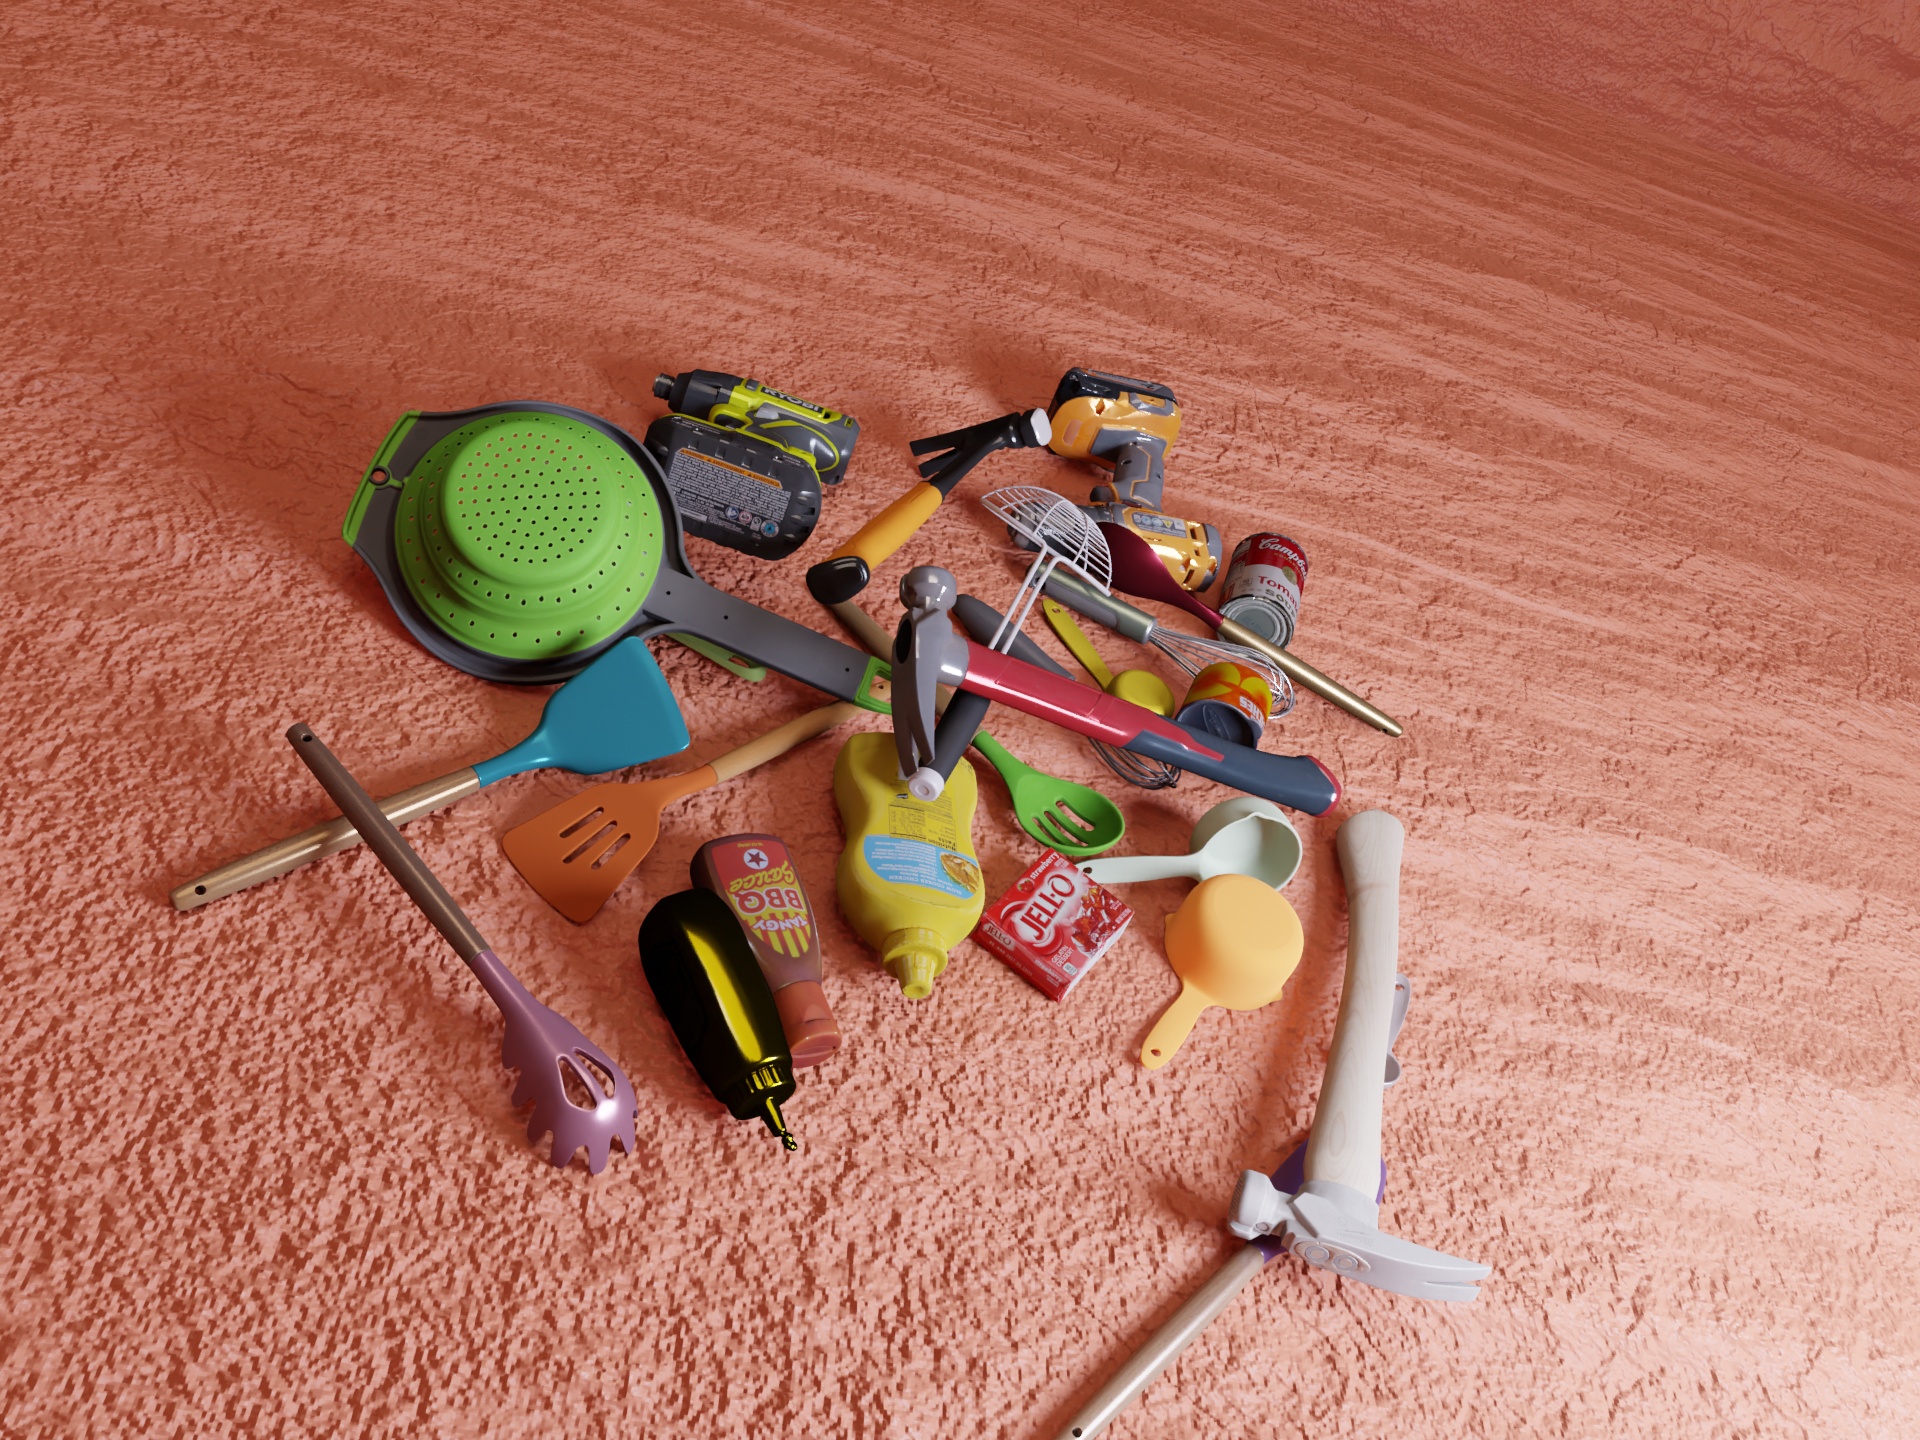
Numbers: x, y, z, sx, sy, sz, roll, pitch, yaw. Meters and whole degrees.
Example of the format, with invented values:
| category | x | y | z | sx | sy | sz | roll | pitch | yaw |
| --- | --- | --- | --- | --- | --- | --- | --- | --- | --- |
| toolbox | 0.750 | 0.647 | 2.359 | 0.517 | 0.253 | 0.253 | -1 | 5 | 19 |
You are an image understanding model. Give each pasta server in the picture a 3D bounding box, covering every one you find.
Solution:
| category | x | y | z | sx | sy | sz | roll | pitch | yaw |
| --- | --- | --- | --- | --- | --- | --- | --- | --- | --- |
| pasta server | -0.284 | 0.117 | 0.884 | 0.316 | 0.040 | 0.060 | 45 | 45 | 17 |

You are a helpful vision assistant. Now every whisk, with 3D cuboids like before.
| category | x | y | z | sx | sy | sz | roll | pitch | yaw |
| --- | --- | --- | --- | --- | --- | --- | --- | --- | --- |
| whisk | 0.161 | -0.068 | 1.297 | 0.246 | 0.057 | 0.059 | 28 | 50 | 12 |
| whisk | 0.078 | -0.026 | 1.215 | 0.239 | 0.055 | 0.055 | 40 | 44 | 24 |

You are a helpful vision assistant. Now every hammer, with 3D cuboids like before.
| category | x | y | z | sx | sy | sz | roll | pitch | yaw |
| --- | --- | --- | --- | --- | --- | --- | --- | --- | --- |
| hammer | 0.120 | 0.019 | 1.103 | 0.386 | 0.038 | 0.143 | 19 | 56 | -30 |
| hammer | -0.039 | -0.166 | 1.227 | 0.127 | 0.034 | 0.337 | -10 | 22 | 28 |
| hammer | 0.278 | 0.196 | 1.059 | 0.146 | 0.038 | 0.411 | 16 | 37 | 8 |

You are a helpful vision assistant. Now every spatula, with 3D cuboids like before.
| category | x | y | z | sx | sy | sz | roll | pitch | yaw |
| --- | --- | --- | --- | --- | --- | --- | --- | --- | --- |
| spatula | -0.314 | 0.040 | 0.958 | 0.317 | 0.044 | 0.082 | -27 | 92 | -38 |
| spatula | 0.155 | 0.321 | 0.909 | 0.060 | 0.018 | 0.316 | 43 | 44 | 23 |
| spatula | -0.153 | 0.034 | 1.063 | 0.081 | 0.041 | 0.322 | 40 | 40 | 19 |

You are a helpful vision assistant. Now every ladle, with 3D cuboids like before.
| category | x | y | z | sx | sy | sz | roll | pitch | yaw |
| --- | --- | --- | --- | --- | --- | --- | --- | --- | --- |
| ladle | 0.235 | -0.068 | 1.315 | 0.315 | 0.069 | 0.031 | 30 | 62 | -8 |

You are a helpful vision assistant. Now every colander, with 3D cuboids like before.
| category | x | y | z | sx | sy | sz | roll | pitch | yaw |
| --- | --- | --- | --- | --- | --- | --- | --- | --- | --- |
| colander | -0.209 | -0.100 | 1.061 | 0.397 | 0.094 | 0.204 | 23 | 73 | -8 |

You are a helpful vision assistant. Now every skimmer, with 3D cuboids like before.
| category | x | y | z | sx | sy | sz | roll | pitch | yaw |
| --- | --- | --- | --- | --- | --- | --- | --- | --- | --- |
| skimmer | 0.024 | -0.056 | 1.162 | 0.127 | 0.090 | 0.363 | 36 | 46 | -8 |

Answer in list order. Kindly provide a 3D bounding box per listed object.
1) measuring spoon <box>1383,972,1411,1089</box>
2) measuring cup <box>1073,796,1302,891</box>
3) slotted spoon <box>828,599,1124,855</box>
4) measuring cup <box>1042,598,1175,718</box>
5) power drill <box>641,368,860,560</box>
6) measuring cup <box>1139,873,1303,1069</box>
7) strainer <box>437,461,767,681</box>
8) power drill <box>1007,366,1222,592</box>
| category | x | y | z | sx | sy | sz | roll | pitch | yaw |
| --- | --- | --- | --- | --- | --- | --- | --- | --- | --- |
| measuring spoon | 0.291 | 0.214 | 1.090 | 0.034 | 0.018 | 0.124 | 21 | 33 | 15 |
| measuring cup | 0.155 | 0.092 | 1.122 | 0.167 | 0.083 | 0.038 | -4 | 32 | -6 |
| slotted spoon | -0.002 | -0.004 | 1.163 | 0.070 | 0.031 | 0.314 | -27 | 59 | -35 |
| measuring cup | 0.114 | -0.050 | 1.266 | 0.062 | 0.029 | 0.157 | -15 | 56 | -36 |
| power drill | -0.174 | -0.213 | 1.242 | 0.171 | 0.080 | 0.223 | 19 | 25 | -7 |
| measuring cup | 0.167 | 0.165 | 1.050 | 0.095 | 0.052 | 0.174 | 35 | 40 | 12 |
| strainer | -0.243 | -0.113 | 1.135 | 0.256 | 0.069 | 0.151 | 30 | 41 | 8 |
| power drill | 0.124 | -0.213 | 1.408 | 0.185 | 0.084 | 0.226 | 8 | 48 | -16 |
